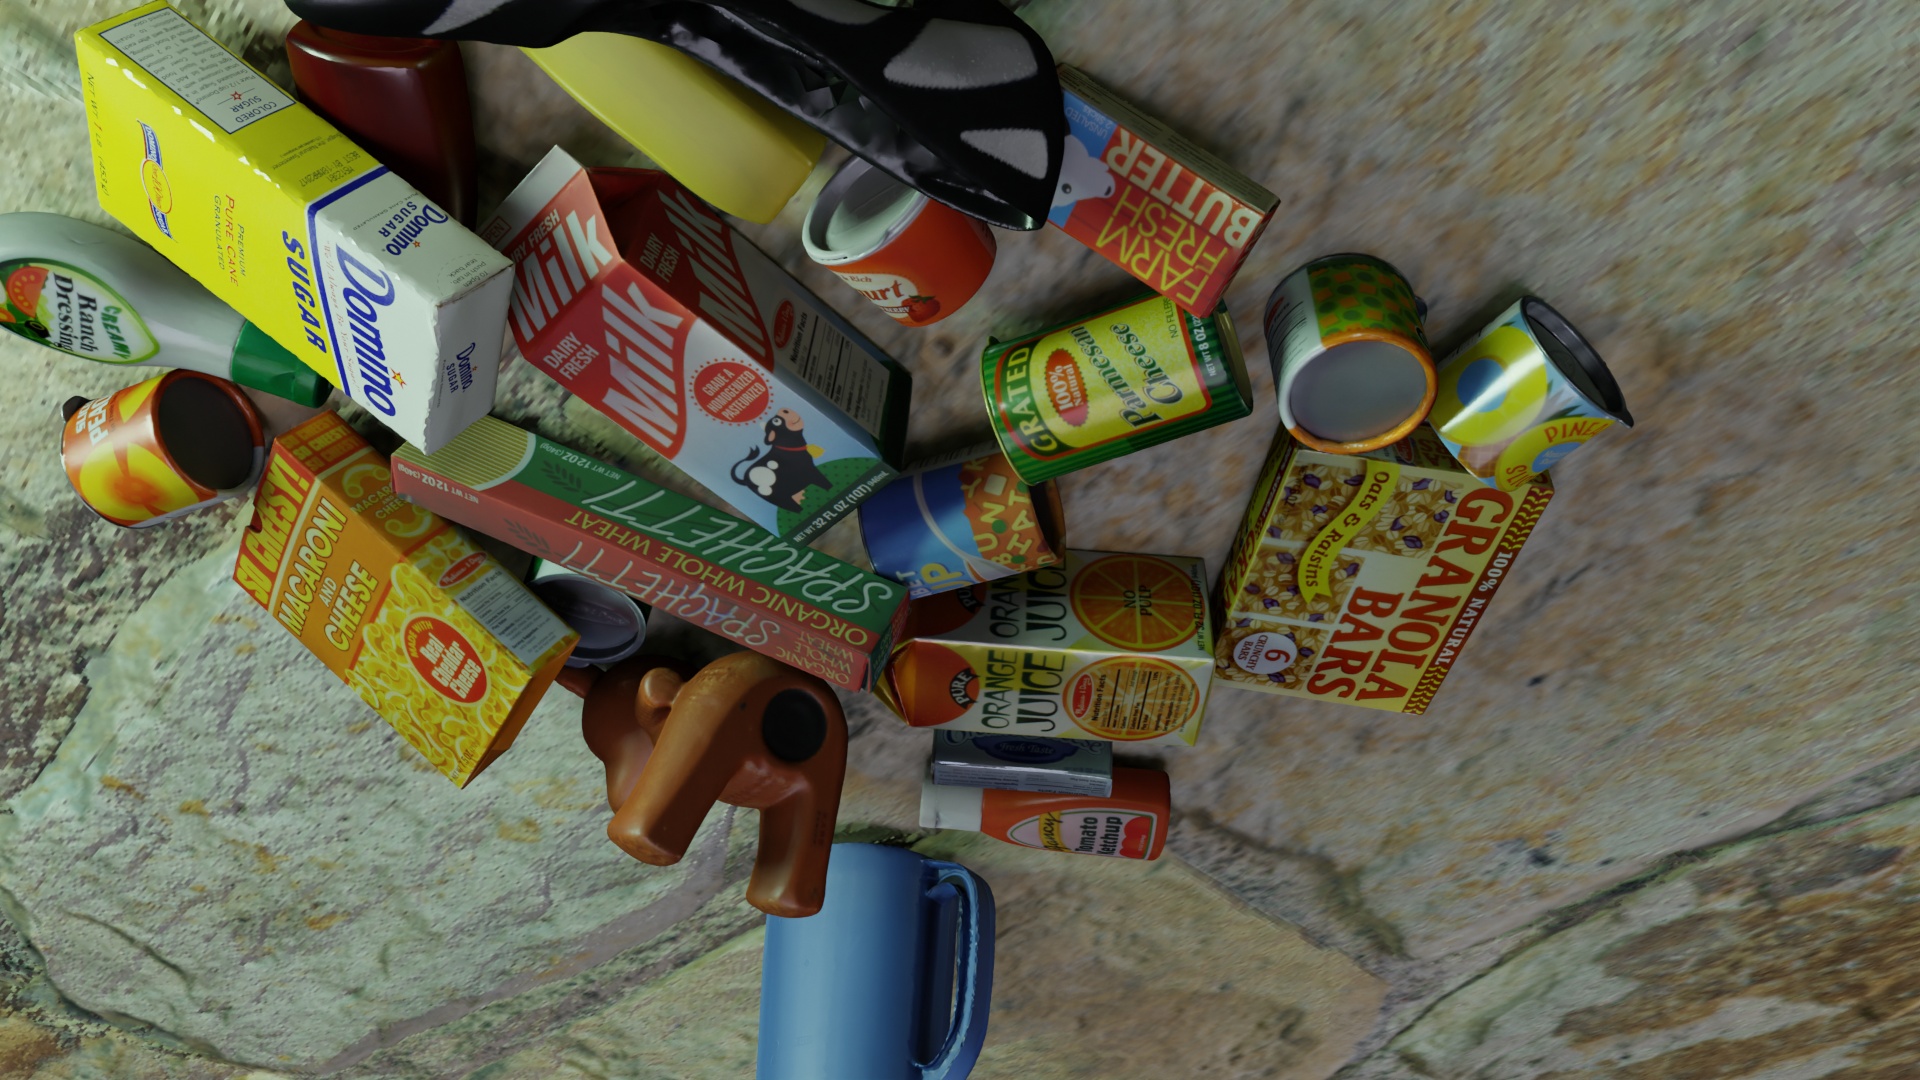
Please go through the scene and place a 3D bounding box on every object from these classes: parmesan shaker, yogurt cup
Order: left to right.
[{"bbox_3d":[-0.022,-0.124,0.565,0.072,0.073,0.054,-24,135,25],"label":"yogurt cup"},{"bbox_3d":[0.068,-0.073,0.607,0.103,0.072,0.071,-18,130,19],"label":"parmesan shaker"}]

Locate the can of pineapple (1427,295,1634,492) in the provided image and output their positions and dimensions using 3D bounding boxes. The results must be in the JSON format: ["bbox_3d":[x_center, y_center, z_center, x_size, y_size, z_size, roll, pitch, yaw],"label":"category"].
[{"bbox_3d":[0.243,-0.061,0.601,0.071,0.071,0.057,30,129,-22],"label":"can of pineapple"}]

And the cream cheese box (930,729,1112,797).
[{"bbox_3d":[0.036,0.116,0.796,0.104,0.054,0.024,5,135,0],"label":"cream cheese box"}]

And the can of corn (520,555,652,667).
[{"bbox_3d":[-0.190,0.022,0.719,0.071,0.058,0.070,2,134,2],"label":"can of corn"}]

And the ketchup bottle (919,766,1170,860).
[{"bbox_3d":[0.050,0.162,0.846,0.149,0.044,0.064,5,134,0],"label":"ketchup bottle"}]

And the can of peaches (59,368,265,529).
[{"bbox_3d":[-0.380,-0.046,0.663,0.058,0.071,0.071,-15,131,17],"label":"can of peaches"}]

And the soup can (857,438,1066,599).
[{"bbox_3d":[0.002,-0.008,0.668,0.083,0.072,0.071,-14,131,17],"label":"soup can"}]

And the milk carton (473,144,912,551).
[{"bbox_3d":[-0.115,-0.086,0.600,0.072,0.074,0.190,-34,122,30],"label":"milk carton"}]

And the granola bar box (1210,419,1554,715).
[{"bbox_3d":[0.201,0.014,0.696,0.124,0.039,0.164,9,133,-3],"label":"granola bar box"}]

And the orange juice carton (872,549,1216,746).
[{"bbox_3d":[0.030,0.053,0.723,0.193,0.072,0.072,4,134,0],"label":"orange juice carton"}]

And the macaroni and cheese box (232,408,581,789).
[{"bbox_3d":[-0.283,0.033,0.699,0.166,0.040,0.123,42,131,0],"label":"macaroni and cheese box"}]

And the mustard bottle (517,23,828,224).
[{"bbox_3d":[-0.125,-0.184,0.518,0.160,0.066,0.048,34,121,-18],"label":"mustard bottle"}]

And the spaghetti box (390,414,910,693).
[{"bbox_3d":[-0.145,0.001,0.654,0.250,0.050,0.028,22,134,7],"label":"spaghetti box"}]

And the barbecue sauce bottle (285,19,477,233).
[{"bbox_3d":[-0.230,-0.141,0.577,0.065,0.044,0.147,15,135,8],"label":"barbecue sauce bottle"}]

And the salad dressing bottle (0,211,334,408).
[{"bbox_3d":[-0.359,-0.100,0.625,0.148,0.044,0.064,18,131,-13],"label":"salad dressing bottle"}]

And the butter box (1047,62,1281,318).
[{"bbox_3d":[0.068,-0.137,0.546,0.103,0.024,0.052,34,131,5],"label":"butter box"}]

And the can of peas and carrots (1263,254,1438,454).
[{"bbox_3d":[0.169,-0.079,0.597,0.071,0.059,0.070,2,134,2],"label":"can of peas and carrots"}]
